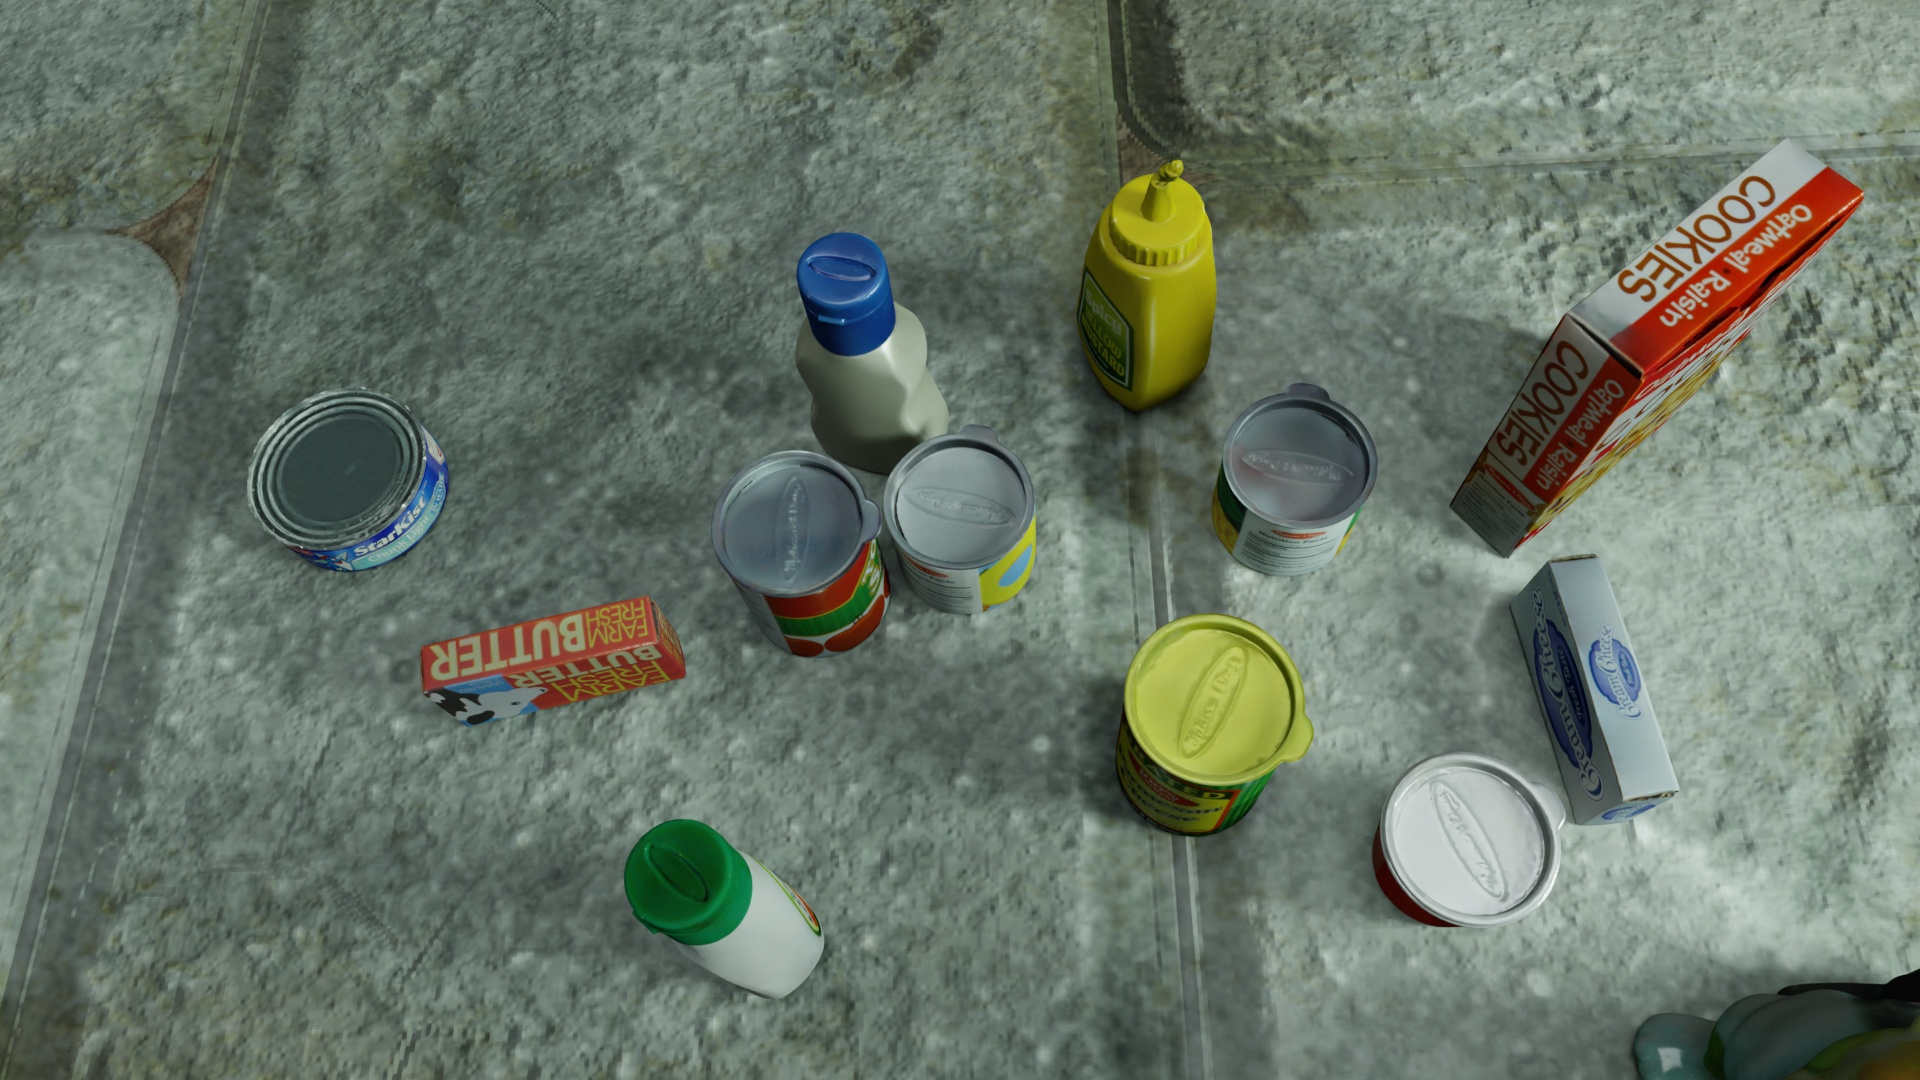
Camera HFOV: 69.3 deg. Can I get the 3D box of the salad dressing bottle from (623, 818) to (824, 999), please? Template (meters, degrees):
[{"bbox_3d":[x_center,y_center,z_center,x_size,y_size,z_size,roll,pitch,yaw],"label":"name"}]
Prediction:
[{"bbox_3d":[-0.088,0.138,0.520,0.064,0.147,0.044,37,74,17],"label":"salad dressing bottle"}]

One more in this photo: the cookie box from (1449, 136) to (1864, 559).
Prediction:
[{"bbox_3d":[0.281,-0.072,0.577,0.123,0.166,0.040,-38,69,-12],"label":"cookie box"}]

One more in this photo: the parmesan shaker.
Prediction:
[{"bbox_3d":[0.099,0.079,0.558,0.071,0.102,0.071,-1,67,3],"label":"parmesan shaker"}]

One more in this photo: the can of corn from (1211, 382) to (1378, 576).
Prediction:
[{"bbox_3d":[0.149,-0.026,0.625,0.071,0.058,0.071,-1,66,3],"label":"can of corn"}]

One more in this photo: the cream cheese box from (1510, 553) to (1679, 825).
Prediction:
[{"bbox_3d":[0.263,0.063,0.581,0.024,0.053,0.104,-8,66,0],"label":"cream cheese box"}]

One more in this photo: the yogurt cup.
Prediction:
[{"bbox_3d":[0.198,0.124,0.558,0.072,0.053,0.072,-1,66,3],"label":"yogurt cup"}]

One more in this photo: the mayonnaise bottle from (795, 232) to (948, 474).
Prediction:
[{"bbox_3d":[-0.042,-0.078,0.612,0.065,0.147,0.041,12,68,9],"label":"mayonnaise bottle"}]

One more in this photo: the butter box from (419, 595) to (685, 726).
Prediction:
[{"bbox_3d":[-0.178,0.054,0.614,0.103,0.053,0.024,-13,66,-2],"label":"butter box"}]

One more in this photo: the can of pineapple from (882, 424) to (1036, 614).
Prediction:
[{"bbox_3d":[0.002,-0.008,0.627,0.071,0.057,0.071,-1,66,3],"label":"can of pineapple"}]

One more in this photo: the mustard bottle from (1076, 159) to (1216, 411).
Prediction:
[{"bbox_3d":[0.083,-0.117,0.614,0.049,0.159,0.065,-30,68,-9],"label":"mustard bottle"}]

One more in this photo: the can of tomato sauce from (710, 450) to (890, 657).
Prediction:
[{"bbox_3d":[-0.066,0.008,0.611,0.071,0.082,0.071,-1,66,3],"label":"can of tomato sauce"}]
